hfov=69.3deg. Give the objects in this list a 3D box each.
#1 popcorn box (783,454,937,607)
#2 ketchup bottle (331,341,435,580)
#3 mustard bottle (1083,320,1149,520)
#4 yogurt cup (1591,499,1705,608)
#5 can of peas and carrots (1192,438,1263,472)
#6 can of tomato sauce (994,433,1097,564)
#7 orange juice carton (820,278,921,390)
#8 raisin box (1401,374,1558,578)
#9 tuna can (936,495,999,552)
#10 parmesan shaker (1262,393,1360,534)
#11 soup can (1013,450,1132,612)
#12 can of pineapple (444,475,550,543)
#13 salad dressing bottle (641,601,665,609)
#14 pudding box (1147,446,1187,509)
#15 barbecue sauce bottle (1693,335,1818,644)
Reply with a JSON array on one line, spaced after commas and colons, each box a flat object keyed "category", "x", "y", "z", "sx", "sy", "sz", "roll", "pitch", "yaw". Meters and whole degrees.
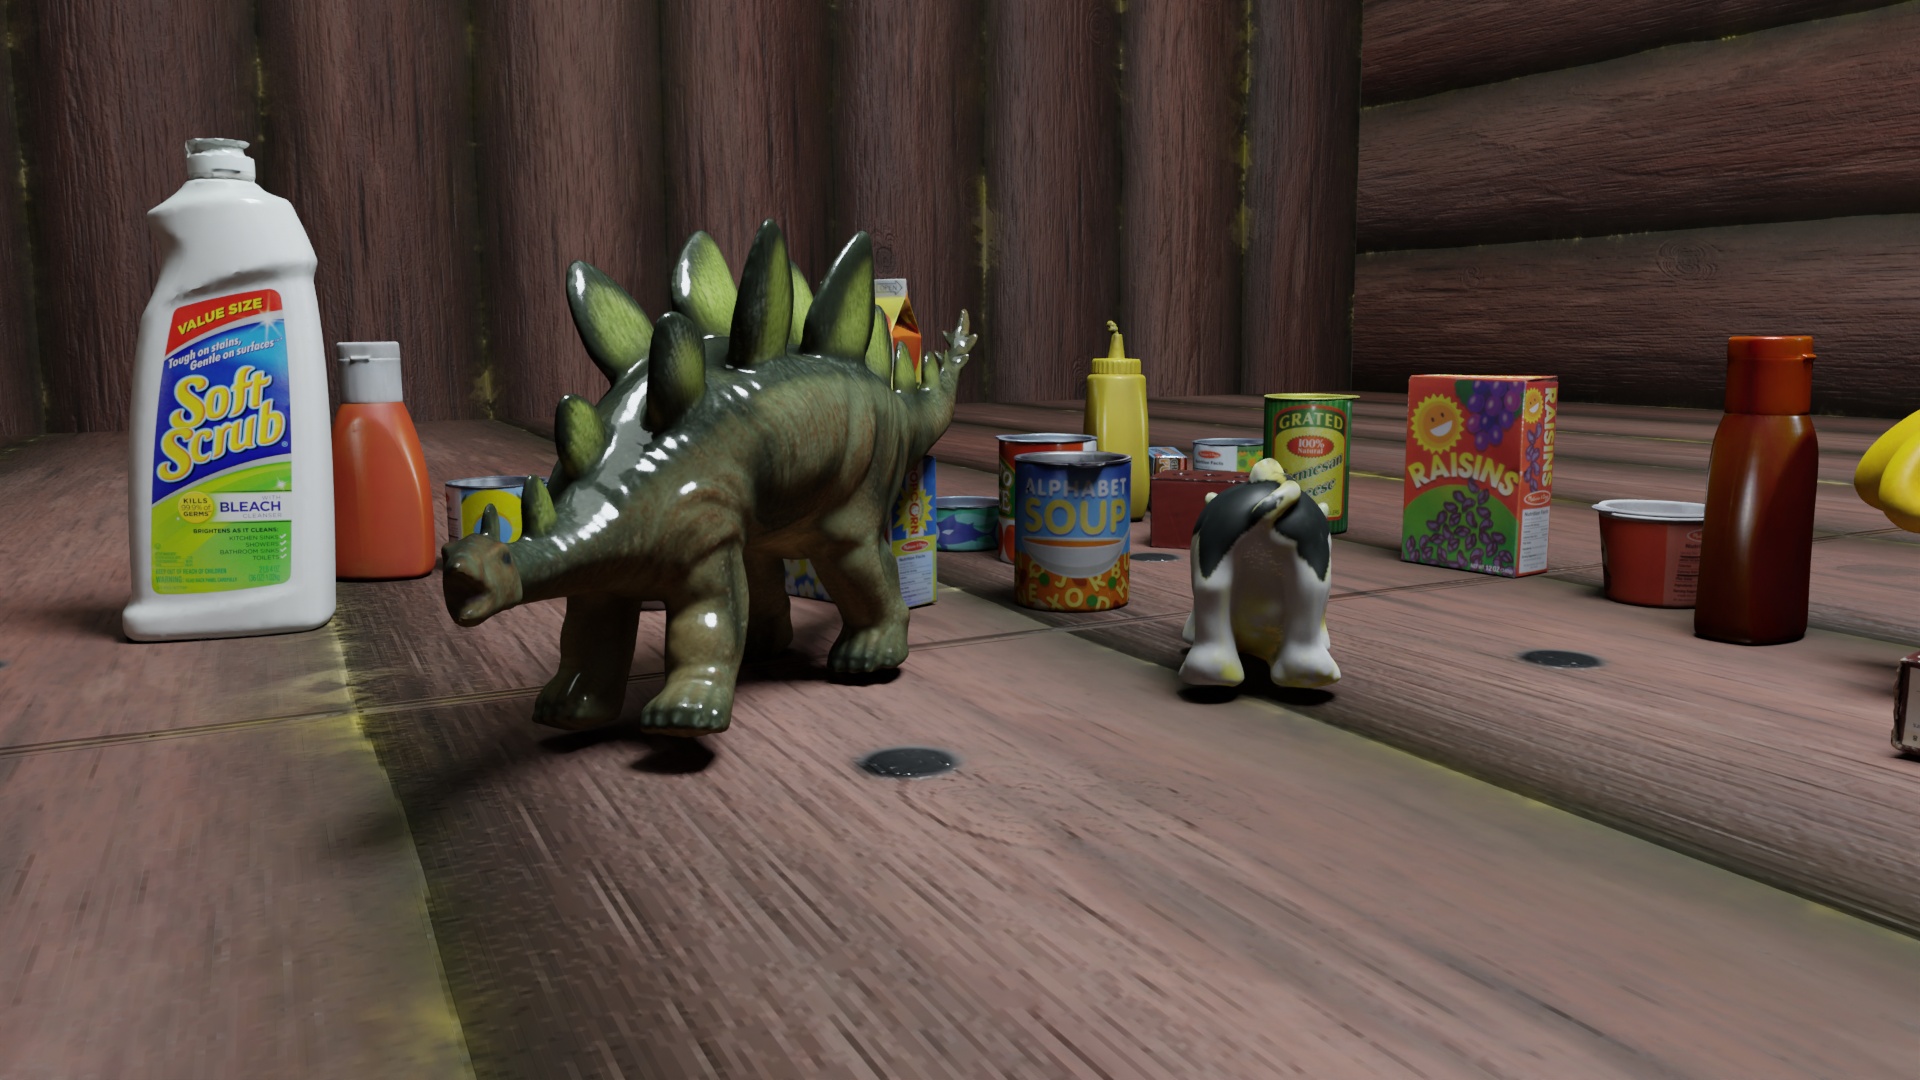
[{"category": "popcorn box", "x": -0.072, "y": -0.010, "z": 0.806, "sx": 0.126, "sy": 0.085, "sz": 0.038, "roll": 7, "pitch": 11, "yaw": 40}, {"category": "ketchup bottle", "x": -0.368, "y": -0.050, "z": 0.874, "sx": 0.065, "sy": 0.148, "sz": 0.043, "roll": -1, "pitch": 8, "yaw": -8}, {"category": "mustard bottle", "x": 0.126, "y": -0.096, "z": 1.120, "sx": 0.049, "sy": 0.160, "sz": 0.065, "roll": -2, "pitch": 8, "yaw": -10}, {"category": "yogurt cup", "x": 0.393, "y": 0.007, "z": 0.780, "sx": 0.072, "sy": 0.054, "sz": 0.072, "roll": 0, "pitch": 8, "yaw": 0}, {"category": "can of peas and carrots", "x": 0.234, "y": -0.057, "z": 1.194, "sx": 0.071, "sy": 0.058, "sz": 0.071, "roll": 0, "pitch": 8, "yaw": 0}, {"category": "can of tomato sauce", "x": 0.056, "y": -0.028, "z": 0.931, "sx": 0.071, "sy": 0.083, "sz": 0.071, "roll": 0, "pitch": 8, "yaw": 0}, {"category": "orange juice carton", "x": -0.074, "y": -0.105, "z": 1.077, "sx": 0.072, "sy": 0.192, "sz": 0.073, "roll": 2, "pitch": 8, "yaw": 16}, {"category": "raisin box", "x": 0.331, "y": -0.044, "z": 0.887, "sx": 0.040, "sy": 0.123, "sz": 0.086, "roll": -6, "pitch": 10, "yaw": -36}, {"category": "tuna can", "x": 0.004, "y": -0.012, "z": 0.996, "sx": 0.071, "sy": 0.032, "sz": 0.071, "roll": 0, "pitch": 9, "yaw": 0}, {"category": "parmesan shaker", "x": 0.266, "y": -0.059, "z": 1.057, "sx": 0.071, "sy": 0.103, "sz": 0.071, "roll": 0, "pitch": 8, "yaw": 0}, {"category": "soup can", "x": 0.063, "y": -0.006, "z": 0.781, "sx": 0.071, "sy": 0.083, "sz": 0.071, "roll": 0, "pitch": 8, "yaw": 0}, {"category": "can of pineapple", "x": -0.302, "y": -0.011, "z": 0.917, "sx": 0.071, "sy": 0.057, "sz": 0.071, "roll": 0, "pitch": 8, "yaw": 0}, {"category": "salad dressing bottle", "x": -0.170, "y": -0.037, "z": 0.783, "sx": 0.044, "sy": 0.147, "sz": 0.064, "roll": 3, "pitch": 9, "yaw": 24}, {"category": "pudding box", "x": 0.176, "y": -0.053, "z": 1.201, "sx": 0.030, "sy": 0.049, "sz": 0.084, "roll": 0, "pitch": 8, "yaw": 1}, {"category": "barbecue sauce bottle", "x": 0.395, "y": -0.026, "z": 0.685, "sx": 0.065, "sy": 0.148, "sz": 0.043, "roll": -6, "pitch": 10, "yaw": -35}]
